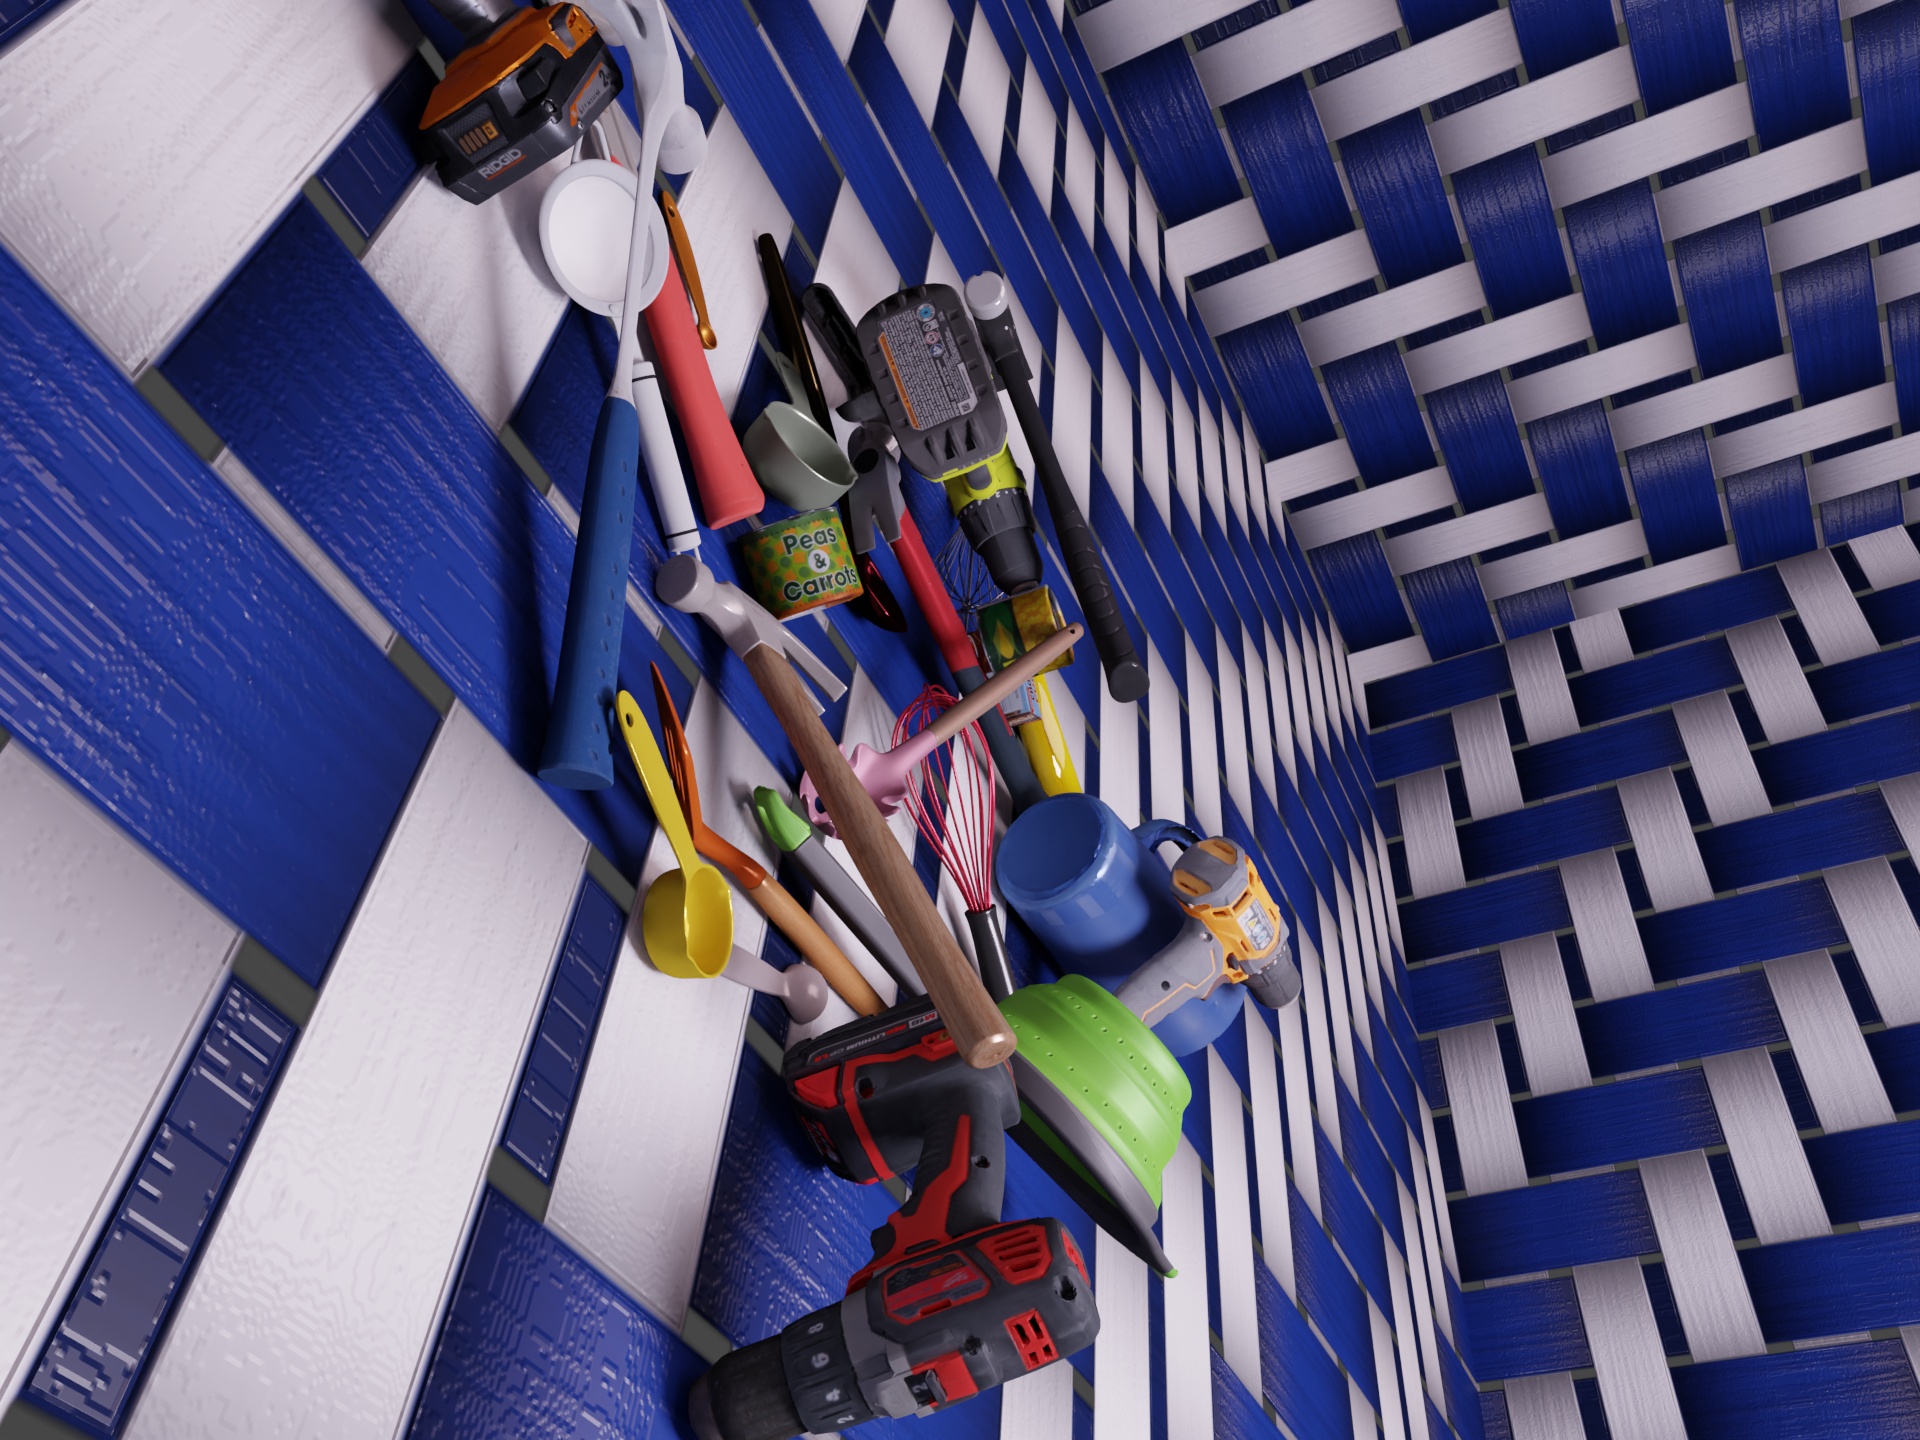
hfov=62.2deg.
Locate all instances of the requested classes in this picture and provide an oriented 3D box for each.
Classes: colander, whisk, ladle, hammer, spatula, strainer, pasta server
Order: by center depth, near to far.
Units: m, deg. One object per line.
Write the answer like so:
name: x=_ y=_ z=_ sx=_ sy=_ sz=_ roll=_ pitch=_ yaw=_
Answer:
hammer: x=-0.172 y=-0.168 z=0.795 sx=0.144 sy=0.035 sz=0.406 roll=85 pitch=7 yaw=-74
hammer: x=-0.060 y=0.047 z=0.868 sx=0.332 sy=0.031 sz=0.130 roll=57 pitch=12 yaw=31
spatula: x=-0.096 y=0.097 z=0.896 sx=0.322 sy=0.041 sz=0.081 roll=56 pitch=1 yaw=-41
strainer: x=-0.189 y=-0.205 z=0.907 sx=0.087 sy=0.050 sz=0.258 roll=-22 pitch=102 yaw=-44
hammer: x=-0.196 y=-0.292 z=0.962 sx=0.149 sy=0.037 sz=0.359 roll=-18 pitch=90 yaw=-69
colander: x=0.027 y=0.167 z=0.976 sx=0.397 sy=0.094 sz=0.204 roll=51 pitch=-15 yaw=-16
pasta server: x=-0.002 y=-0.003 z=1.072 sx=0.060 sy=0.040 sz=0.316 roll=48 pitch=46 yaw=6
whisk: x=0.009 y=0.116 z=1.133 sx=0.073 sy=0.073 sz=0.296 roll=-33 pitch=110 yaw=-69
ladle: x=-0.099 y=-0.209 z=1.156 sx=0.069 sy=0.031 sz=0.315 roll=14 pitch=59 yaw=-77
hammer: x=0.004 y=-0.032 z=1.198 sx=0.143 sy=0.038 sz=0.385 roll=-97 pitch=165 yaw=-51
hammer: x=0.076 y=-0.171 z=1.225 sx=0.146 sy=0.035 sz=0.335 roll=52 pitch=18 yaw=-75
whisk: x=0.011 y=-0.165 z=1.365 sx=0.285 sy=0.070 sz=0.070 roll=-85 pitch=151 yaw=-55

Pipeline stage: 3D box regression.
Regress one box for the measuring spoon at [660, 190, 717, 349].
measuring spoon: x=-0.181 y=-0.295 z=1.043 sx=0.021 sy=0.011 sz=0.117 roll=9 pitch=61 yaw=-66

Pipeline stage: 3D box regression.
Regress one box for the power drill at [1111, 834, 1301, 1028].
power drill: x=0.169 y=0.222 z=1.227 sx=0.084 sy=0.226 sz=0.185 roll=29 pitch=-19 yaw=48

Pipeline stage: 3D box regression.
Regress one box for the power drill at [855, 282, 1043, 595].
power drill: x=0.004 y=-0.203 z=1.180 sx=0.228 sy=0.080 sz=0.191 roll=47 pitch=22 yaw=-74

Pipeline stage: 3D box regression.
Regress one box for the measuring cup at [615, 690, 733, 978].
measuring cup: x=-0.150 y=0.057 z=0.777 sx=0.062 sy=0.029 sz=0.156 roll=-65 pitch=142 yaw=-62

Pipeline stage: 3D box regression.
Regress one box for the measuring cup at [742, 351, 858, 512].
measuring cup: x=-0.120 y=-0.200 z=1.089 sx=0.083 sy=0.038 sz=0.168 roll=31 pitch=26 yaw=-35

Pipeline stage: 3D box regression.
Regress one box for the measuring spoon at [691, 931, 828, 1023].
measuring spoon: x=-0.106 y=0.137 z=0.871 sx=0.124 sy=0.018 sz=0.034 roll=41 pitch=38 yaw=-53

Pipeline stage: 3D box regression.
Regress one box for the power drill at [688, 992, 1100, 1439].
power drill: x=-0.041 y=0.246 z=0.782 sx=0.227 sy=0.188 sz=0.080 roll=-107 pitch=175 yaw=-64

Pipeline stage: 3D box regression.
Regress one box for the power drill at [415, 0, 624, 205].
power drill: x=-0.274 y=-0.375 z=0.773 sx=0.226 sy=0.084 sz=0.164 roll=55 pitch=27 yaw=-30
